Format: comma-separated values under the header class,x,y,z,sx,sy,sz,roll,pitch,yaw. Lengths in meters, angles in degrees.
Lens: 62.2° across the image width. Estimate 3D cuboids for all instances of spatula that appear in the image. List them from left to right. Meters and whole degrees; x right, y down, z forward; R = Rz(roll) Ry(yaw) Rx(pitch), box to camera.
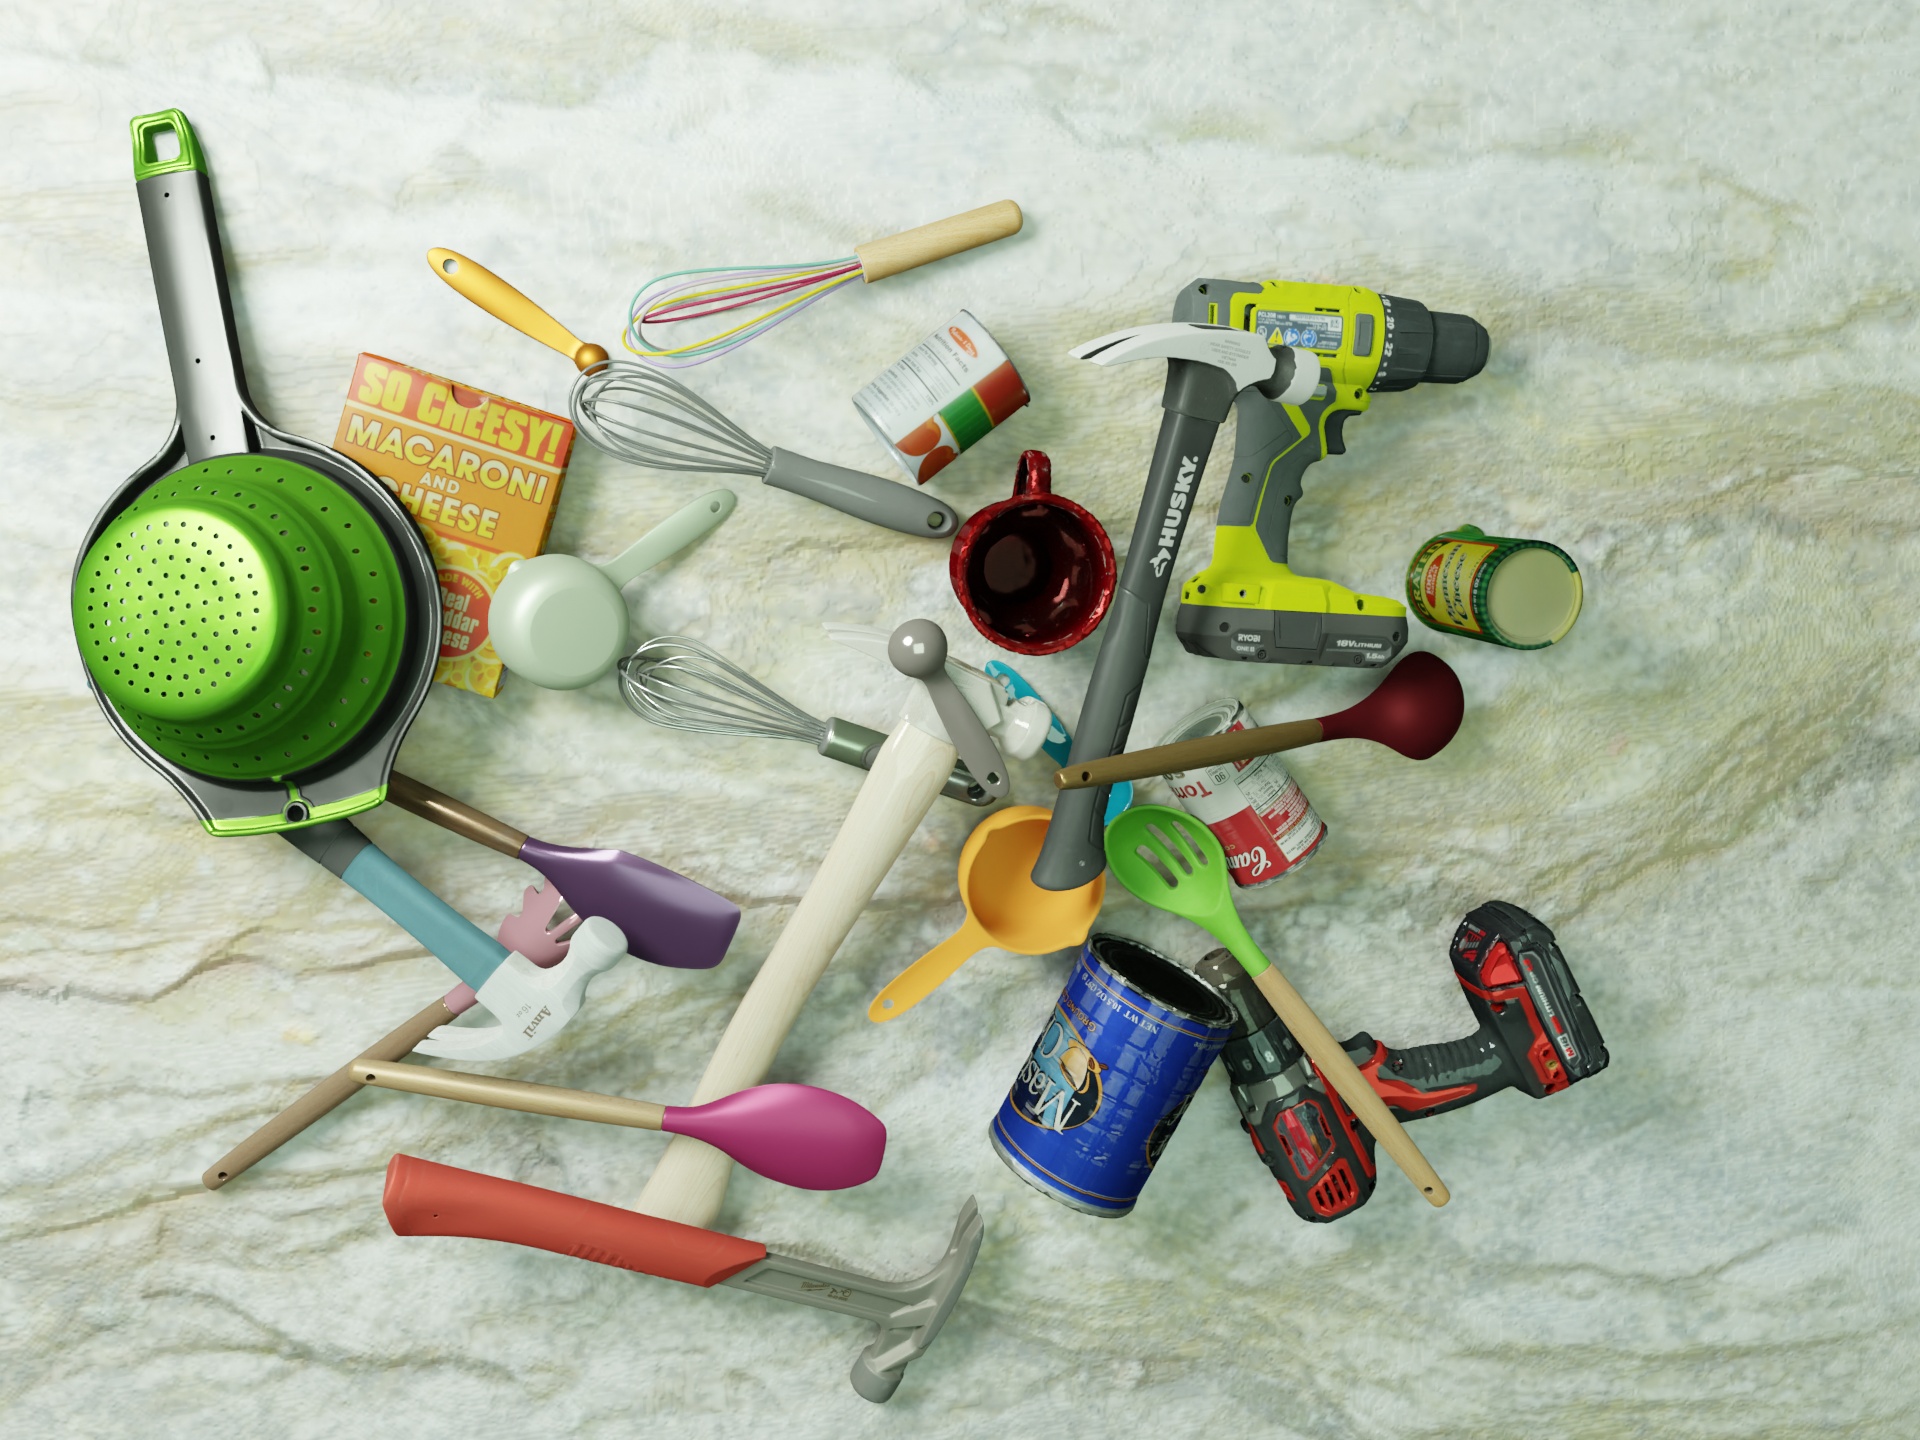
class,x,y,z,sx,sy,sz,roll,pitch,yaw
spatula,-0.278,0.065,0.926,0.316,0.018,0.059,26,104,-1

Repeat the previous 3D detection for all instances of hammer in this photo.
class,x,y,z,sx,sy,sz,roll,pitch,yaw
hammer,-0.354,0.070,0.906,0.331,0.033,0.128,40,104,-2
hammer,-0.166,0.315,0.963,0.358,0.037,0.149,22,103,-21
hammer,-0.104,0.139,0.957,0.146,0.038,0.410,25,101,-21
hammer,0.094,-0.058,0.898,0.146,0.035,0.334,5,109,-31

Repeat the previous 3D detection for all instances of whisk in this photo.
class,x,y,z,sx,sy,sz,roll,pitch,yaw
whisk,-0.109,-0.151,0.924,0.238,0.055,0.055,17,96,-20
whisk,-0.088,0.007,0.958,0.246,0.059,0.057,19,108,-16
whisk,-0.080,-0.260,0.921,0.245,0.047,0.051,-21,110,-9

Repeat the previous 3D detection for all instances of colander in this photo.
class,x,y,z,sx,sy,sz,roll,pitch,yaw
colander,-0.401,-0.135,0.831,0.204,0.094,0.397,-11,90,3

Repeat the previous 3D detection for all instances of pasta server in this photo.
class,x,y,z,sx,sy,sz,roll,pitch,yaw
pasta server,-0.327,0.185,0.961,0.316,0.040,0.060,-36,102,2

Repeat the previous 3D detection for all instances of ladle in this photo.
class,x,y,z,sx,sy,sz,roll,pitch,yaw
ladle,0.191,0.009,0.952,0.315,0.031,0.069,-10,95,-27

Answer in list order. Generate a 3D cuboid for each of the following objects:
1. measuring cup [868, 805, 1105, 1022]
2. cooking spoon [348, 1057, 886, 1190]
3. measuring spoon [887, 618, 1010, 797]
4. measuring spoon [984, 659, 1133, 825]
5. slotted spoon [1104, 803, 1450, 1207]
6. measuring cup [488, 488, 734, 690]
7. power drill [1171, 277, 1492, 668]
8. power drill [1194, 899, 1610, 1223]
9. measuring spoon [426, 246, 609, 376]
class,x,y,z,sx,sy,sz,roll,pitch,yaw
measuring cup,0.009,0.123,0.988,0.173,0.052,0.095,-39,102,1
cooking spoon,-0.202,0.233,0.947,0.319,0.017,0.068,10,105,-4
measuring spoon,-0.001,-0.003,0.903,0.034,0.018,0.124,-31,113,-2
measuring spoon,0.059,0.012,0.999,0.042,0.021,0.128,-41,93,0
slotted spoon,0.200,0.175,0.984,0.070,0.031,0.314,-39,90,29
measuring cup,-0.191,-0.081,0.914,0.167,0.038,0.083,-39,122,-15
power drill,0.220,-0.149,0.964,0.190,0.080,0.228,3,96,-8
power drill,0.276,0.197,1.029,0.226,0.080,0.188,-27,95,1
measuring spoon,-0.254,-0.235,0.911,0.117,0.011,0.021,33,93,-12
